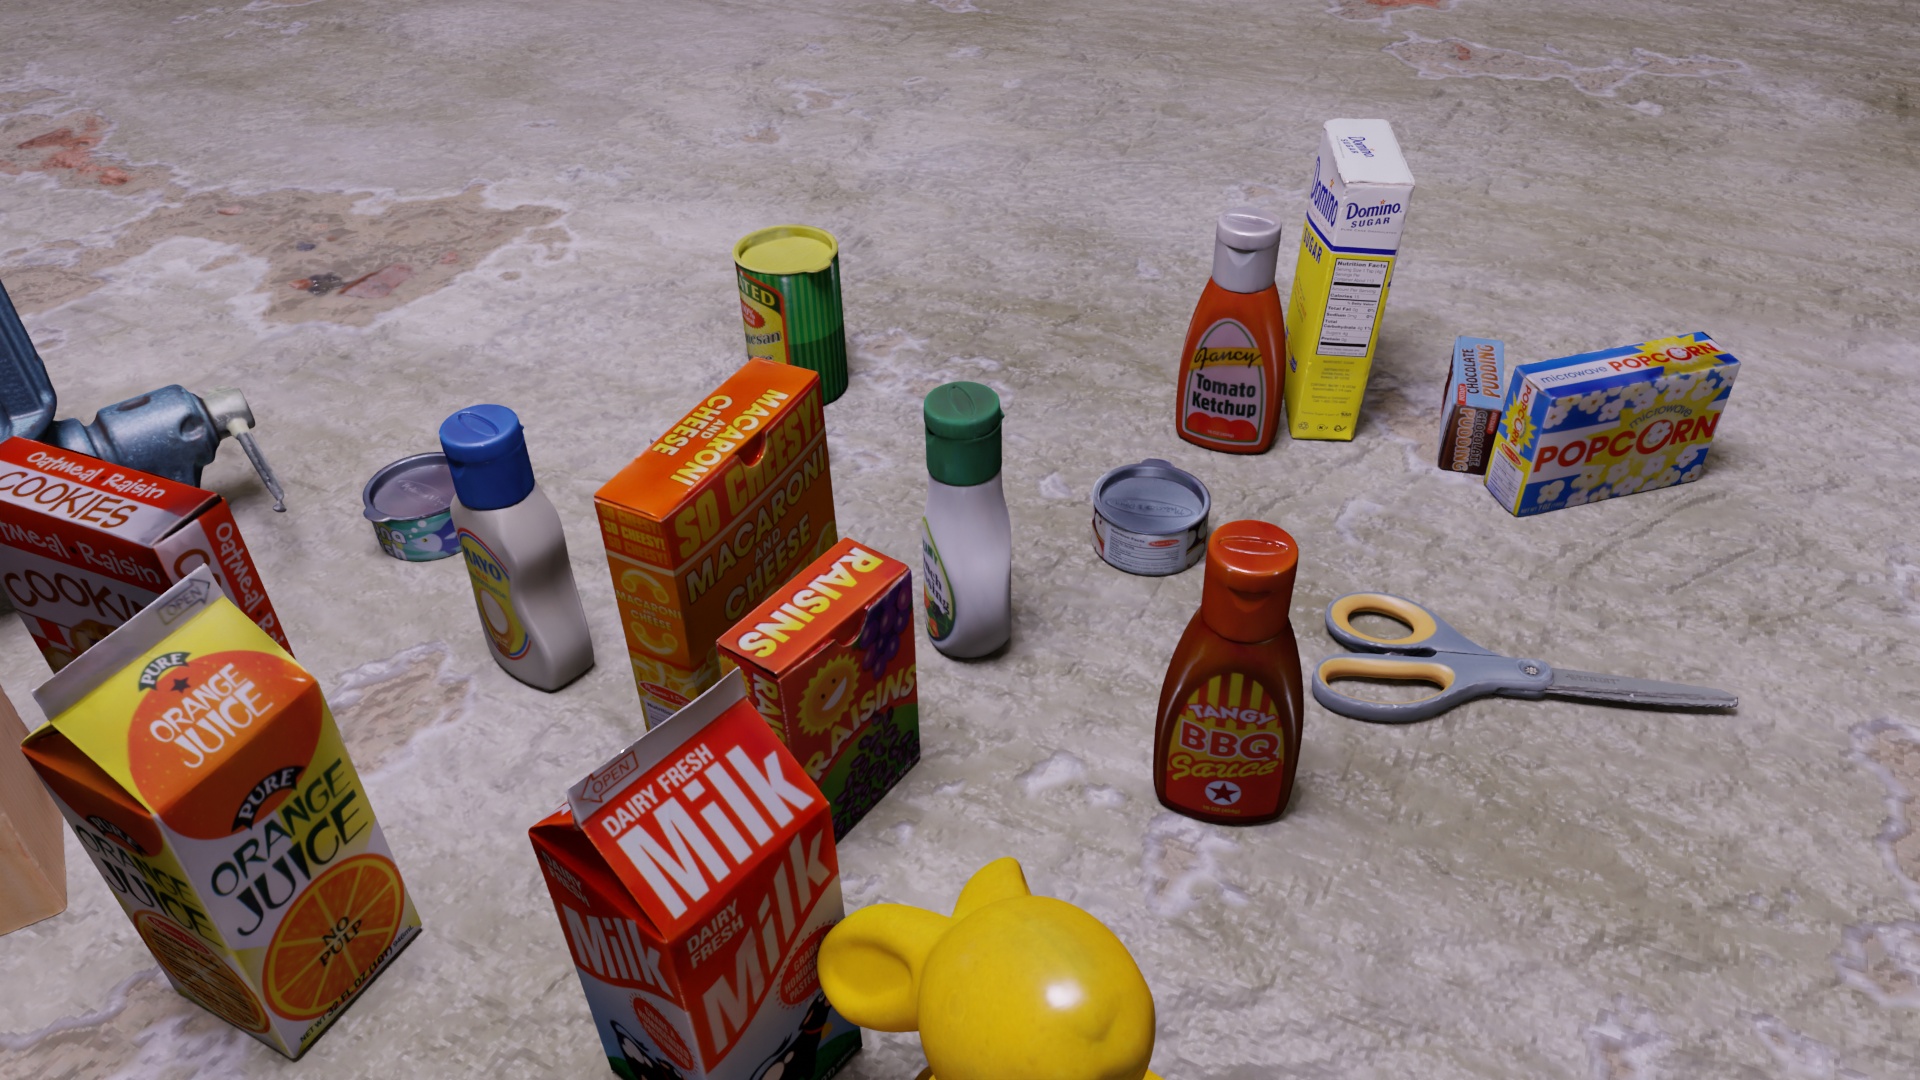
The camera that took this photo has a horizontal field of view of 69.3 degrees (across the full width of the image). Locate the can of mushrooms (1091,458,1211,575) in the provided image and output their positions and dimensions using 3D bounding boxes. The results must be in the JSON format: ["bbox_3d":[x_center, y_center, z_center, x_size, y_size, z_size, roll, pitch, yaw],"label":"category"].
[{"bbox_3d":[0.108,-0.014,0.787,0.071,0.033,0.071,-1,38,1],"label":"can of mushrooms"}]

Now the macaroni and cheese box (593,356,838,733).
[{"bbox_3d":[-0.104,0.017,0.649,0.040,0.165,0.124,16,42,21],"label":"macaroni and cheese box"}]

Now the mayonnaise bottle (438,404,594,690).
[{"bbox_3d":[-0.221,0.004,0.685,0.065,0.147,0.041,27,46,31],"label":"mayonnaise bottle"}]

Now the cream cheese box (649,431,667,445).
[{"bbox_3d":[-0.130,-0.052,0.827,0.104,0.053,0.024,-23,43,-25],"label":"cream cheese box"}]

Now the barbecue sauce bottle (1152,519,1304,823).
[{"bbox_3d":[0.119,0.059,0.603,0.065,0.147,0.044,6,39,10],"label":"barbecue sauce bottle"}]

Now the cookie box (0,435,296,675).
[{"bbox_3d":[-0.363,0.041,0.627,0.123,0.166,0.040,14,41,18],"label":"cookie box"}]

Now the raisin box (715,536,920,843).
[{"bbox_3d":[-0.059,0.073,0.612,0.040,0.122,0.086,24,45,29],"label":"raisin box"}]

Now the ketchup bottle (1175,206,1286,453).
[{"bbox_3d":[0.166,-0.125,0.833,0.065,0.148,0.044,13,41,18],"label":"ketchup bottle"}]

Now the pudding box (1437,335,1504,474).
[{"bbox_3d":[0.315,-0.085,0.857,0.030,0.049,0.084,10,40,14],"label":"pudding box"}]

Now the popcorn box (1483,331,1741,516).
[{"bbox_3d":[0.375,-0.067,0.805,0.127,0.084,0.038,-11,39,-12],"label":"popcorn box"}]

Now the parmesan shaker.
[{"bbox_3d":[-0.107,-0.143,0.901,0.071,0.102,0.072,-1,38,1],"label":"parmesan shaker"}]

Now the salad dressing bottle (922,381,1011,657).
[{"bbox_3d":[0.002,-0.009,0.693,0.044,0.146,0.064,-11,39,-12],"label":"salad dressing bottle"}]

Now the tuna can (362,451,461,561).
[{"bbox_3d":[-0.311,-0.019,0.808,0.071,0.032,0.071,-1,38,1],"label":"tuna can"}]

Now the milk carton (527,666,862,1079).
[{"bbox_3d":[-0.090,0.131,0.486,0.073,0.189,0.073,26,46,31],"label":"milk carton"}]

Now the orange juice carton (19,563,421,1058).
[{"bbox_3d":[-0.280,0.103,0.526,0.073,0.191,0.072,17,42,21],"label":"orange juice carton"}]
